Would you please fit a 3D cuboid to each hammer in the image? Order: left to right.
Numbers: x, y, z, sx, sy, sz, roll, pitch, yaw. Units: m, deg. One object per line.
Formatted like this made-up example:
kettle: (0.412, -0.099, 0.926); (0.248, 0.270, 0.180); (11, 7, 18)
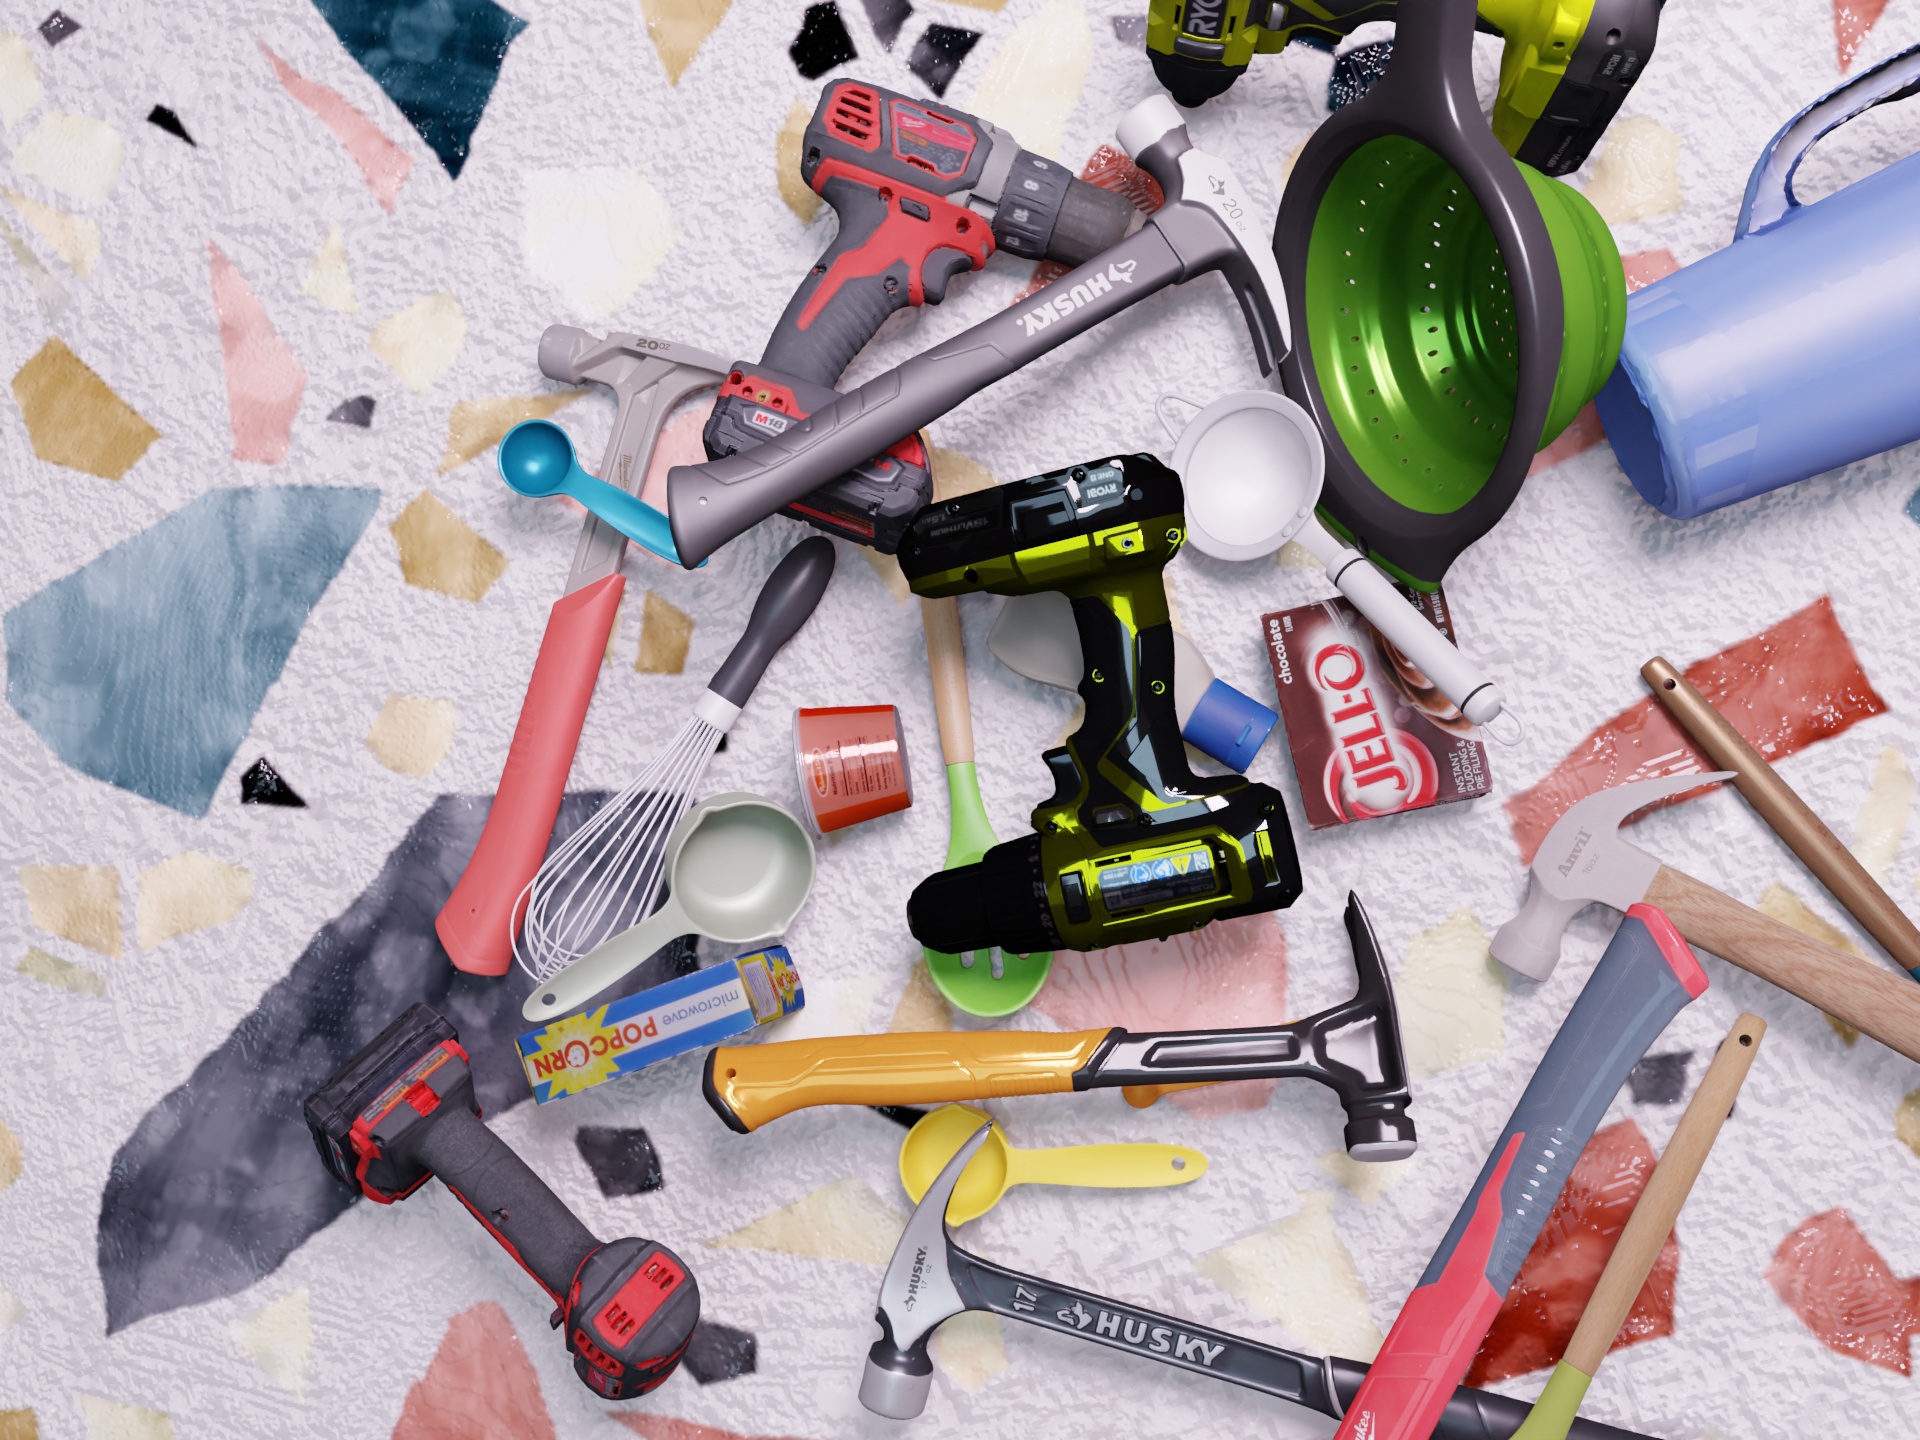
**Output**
hammer: (-0.206, -0.034, 0.874); (0.149, 0.036, 0.359); (16, 89, 11)
hammer: (0.007, -0.166, 0.759); (0.335, 0.035, 0.146); (-33, 86, -14)
hammer: (0.042, 0.158, 0.773); (0.337, 0.034, 0.127); (-5, 61, 4)
hammer: (0.162, 0.311, 0.768); (0.409, 0.036, 0.149); (13, 89, 6)
hammer: (0.210, 0.249, 0.713); (0.143, 0.038, 0.386); (24, 80, 48)
hammer: (0.422, 0.129, 0.716); (0.331, 0.031, 0.130); (28, 99, 20)

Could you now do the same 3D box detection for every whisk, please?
whisk: (-0.148, 0.022, 0.849); (0.070, 0.070, 0.284); (32, 88, 11)

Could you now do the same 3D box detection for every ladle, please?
ladle: (0.294, 0.271, 0.721); (0.078, 0.062, 0.320); (29, 78, 19)

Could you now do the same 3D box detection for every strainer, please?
strainer: (0.181, -0.076, 0.768); (0.087, 0.050, 0.259); (-52, 54, 22)

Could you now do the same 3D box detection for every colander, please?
colander: (0.228, -0.251, 0.682); (0.094, 0.205, 0.396); (-16, 128, -15)

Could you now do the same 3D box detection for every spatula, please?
spatula: (0.433, 0.092, 0.741); (0.082, 0.044, 0.317); (-42, 79, 14)

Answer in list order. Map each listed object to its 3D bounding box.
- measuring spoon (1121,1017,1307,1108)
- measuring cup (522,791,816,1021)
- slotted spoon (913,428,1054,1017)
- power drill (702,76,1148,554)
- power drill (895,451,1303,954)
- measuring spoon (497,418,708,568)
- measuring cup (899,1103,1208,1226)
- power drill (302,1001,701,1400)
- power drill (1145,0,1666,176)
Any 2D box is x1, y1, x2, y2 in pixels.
measuring spoon: (0.137, 0.173, 0.807); (0.117, 0.011, 0.021); (-19, 83, 9)
measuring cup: (-0.153, 0.098, 0.819); (0.167, 0.038, 0.083); (-33, 112, -10)
slotted spoon: (-0.001, -0.003, 0.838); (0.070, 0.031, 0.314); (-9, 83, 10)
power drill: (-0.017, -0.204, 0.817); (0.188, 0.080, 0.227); (21, 81, 0)
power drill: (0.047, 0.001, 0.767); (0.190, 0.080, 0.228); (-13, 93, 14)
measuring spoon: (-0.189, -0.117, 0.854); (0.128, 0.021, 0.042); (32, 90, 2)
measuring cup: (0.047, 0.225, 0.816); (0.156, 0.029, 0.062); (-1, 89, 4)
power drill: (-0.226, 0.257, 0.814); (0.220, 0.143, 0.078); (38, 57, 11)
power drill: (0.202, -0.336, 0.759); (0.223, 0.171, 0.080); (12, 78, 4)
